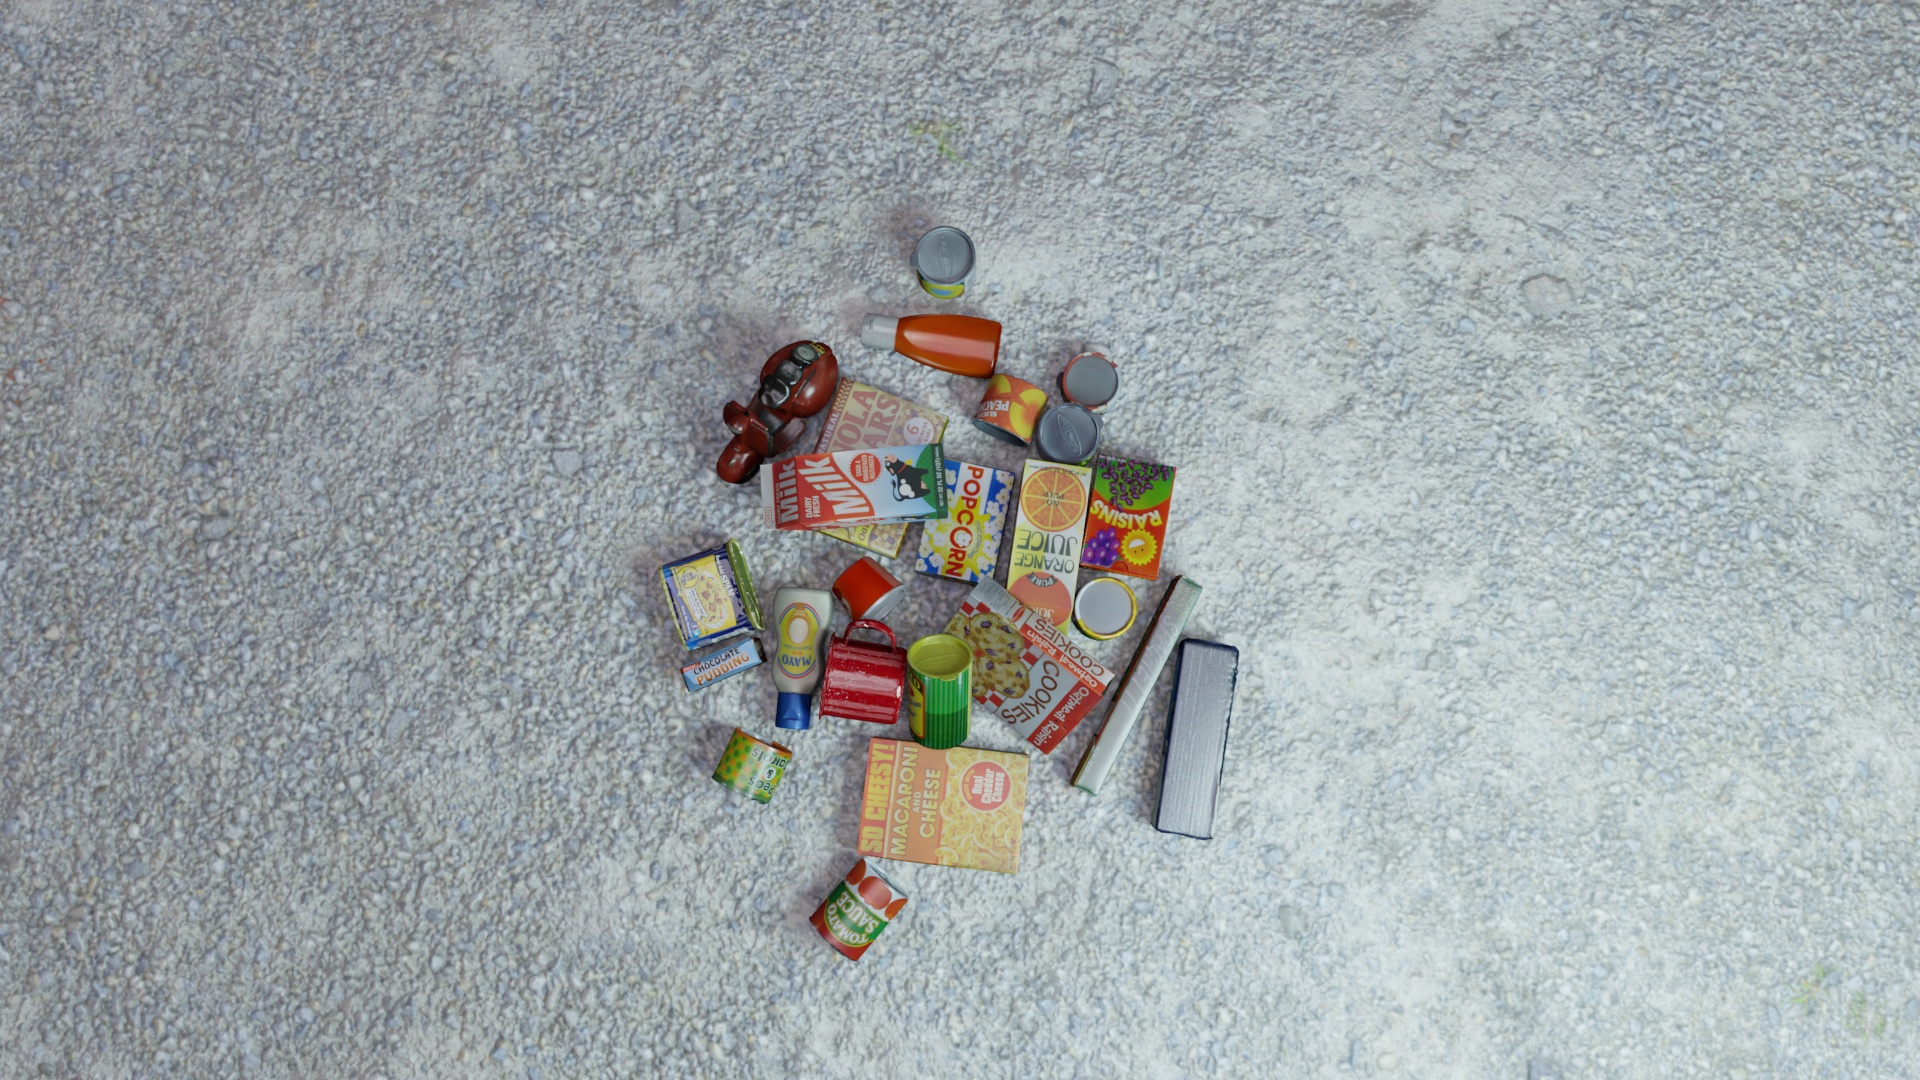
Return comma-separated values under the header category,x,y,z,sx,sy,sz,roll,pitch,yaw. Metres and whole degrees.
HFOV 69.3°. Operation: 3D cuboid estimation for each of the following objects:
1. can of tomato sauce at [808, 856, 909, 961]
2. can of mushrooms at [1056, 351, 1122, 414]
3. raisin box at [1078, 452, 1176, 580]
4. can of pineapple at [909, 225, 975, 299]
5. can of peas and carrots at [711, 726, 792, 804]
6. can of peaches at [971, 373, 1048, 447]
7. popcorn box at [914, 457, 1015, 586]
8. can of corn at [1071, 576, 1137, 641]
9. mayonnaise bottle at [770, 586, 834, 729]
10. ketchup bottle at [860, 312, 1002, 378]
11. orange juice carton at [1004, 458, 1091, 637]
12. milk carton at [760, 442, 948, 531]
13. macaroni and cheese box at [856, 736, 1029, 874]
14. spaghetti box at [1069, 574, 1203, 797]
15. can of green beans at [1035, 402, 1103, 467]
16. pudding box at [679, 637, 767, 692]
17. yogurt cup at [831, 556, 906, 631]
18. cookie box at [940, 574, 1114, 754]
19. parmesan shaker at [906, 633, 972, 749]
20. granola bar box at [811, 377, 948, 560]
category,x,y,z,sx,sy,sz,roll,pitch,yaw
can of tomato sauce,-0.103,0.377,1.423,0.071,0.071,0.083,41,85,4
can of mushrooms,0.139,-0.170,1.503,0.071,0.033,0.071,0,84,0
raisin box,0.178,-0.024,1.483,0.086,0.040,0.123,11,84,1
can of pineapple,-0.018,-0.301,1.507,0.071,0.058,0.071,0,83,0
can of peas and carrots,-0.215,0.234,1.441,0.071,0.071,0.059,25,84,3
can of peaches,0.052,-0.140,1.482,0.071,0.071,0.058,24,84,3
popcorn box,0.005,-0.019,1.484,0.085,0.038,0.127,12,84,1
can of corn,0.153,0.073,1.463,0.071,0.058,0.071,0,84,1
mayonnaise bottle,-0.171,0.125,1.467,0.065,0.041,0.148,4,83,1
ketchup bottle,-0.032,-0.217,1.504,0.149,0.043,0.065,10,83,2
orange juice carton,0.088,0.017,1.462,0.072,0.073,0.193,8,84,1
milk carton,-0.110,-0.052,1.430,0.191,0.073,0.072,-5,84,-1
macaroni and cheese box,-0.018,0.275,1.450,0.166,0.040,0.124,7,83,1
spaghetti box,0.184,0.151,1.458,0.029,0.050,0.250,28,84,1
can of green beans,0.115,-0.109,1.484,0.071,0.058,0.071,0,84,1
pudding box,-0.249,0.130,1.463,0.084,0.049,0.030,-23,86,-2
yogurt cup,-0.098,0.054,1.465,0.072,0.072,0.054,-42,77,-4
cookie box,0.058,0.130,1.428,0.167,0.122,0.040,38,44,4
parmesan shaker,-0.021,0.158,1.422,0.071,0.072,0.102,1,126,1
granola bar box,-0.098,-0.077,1.491,0.124,0.039,0.165,20,84,3
